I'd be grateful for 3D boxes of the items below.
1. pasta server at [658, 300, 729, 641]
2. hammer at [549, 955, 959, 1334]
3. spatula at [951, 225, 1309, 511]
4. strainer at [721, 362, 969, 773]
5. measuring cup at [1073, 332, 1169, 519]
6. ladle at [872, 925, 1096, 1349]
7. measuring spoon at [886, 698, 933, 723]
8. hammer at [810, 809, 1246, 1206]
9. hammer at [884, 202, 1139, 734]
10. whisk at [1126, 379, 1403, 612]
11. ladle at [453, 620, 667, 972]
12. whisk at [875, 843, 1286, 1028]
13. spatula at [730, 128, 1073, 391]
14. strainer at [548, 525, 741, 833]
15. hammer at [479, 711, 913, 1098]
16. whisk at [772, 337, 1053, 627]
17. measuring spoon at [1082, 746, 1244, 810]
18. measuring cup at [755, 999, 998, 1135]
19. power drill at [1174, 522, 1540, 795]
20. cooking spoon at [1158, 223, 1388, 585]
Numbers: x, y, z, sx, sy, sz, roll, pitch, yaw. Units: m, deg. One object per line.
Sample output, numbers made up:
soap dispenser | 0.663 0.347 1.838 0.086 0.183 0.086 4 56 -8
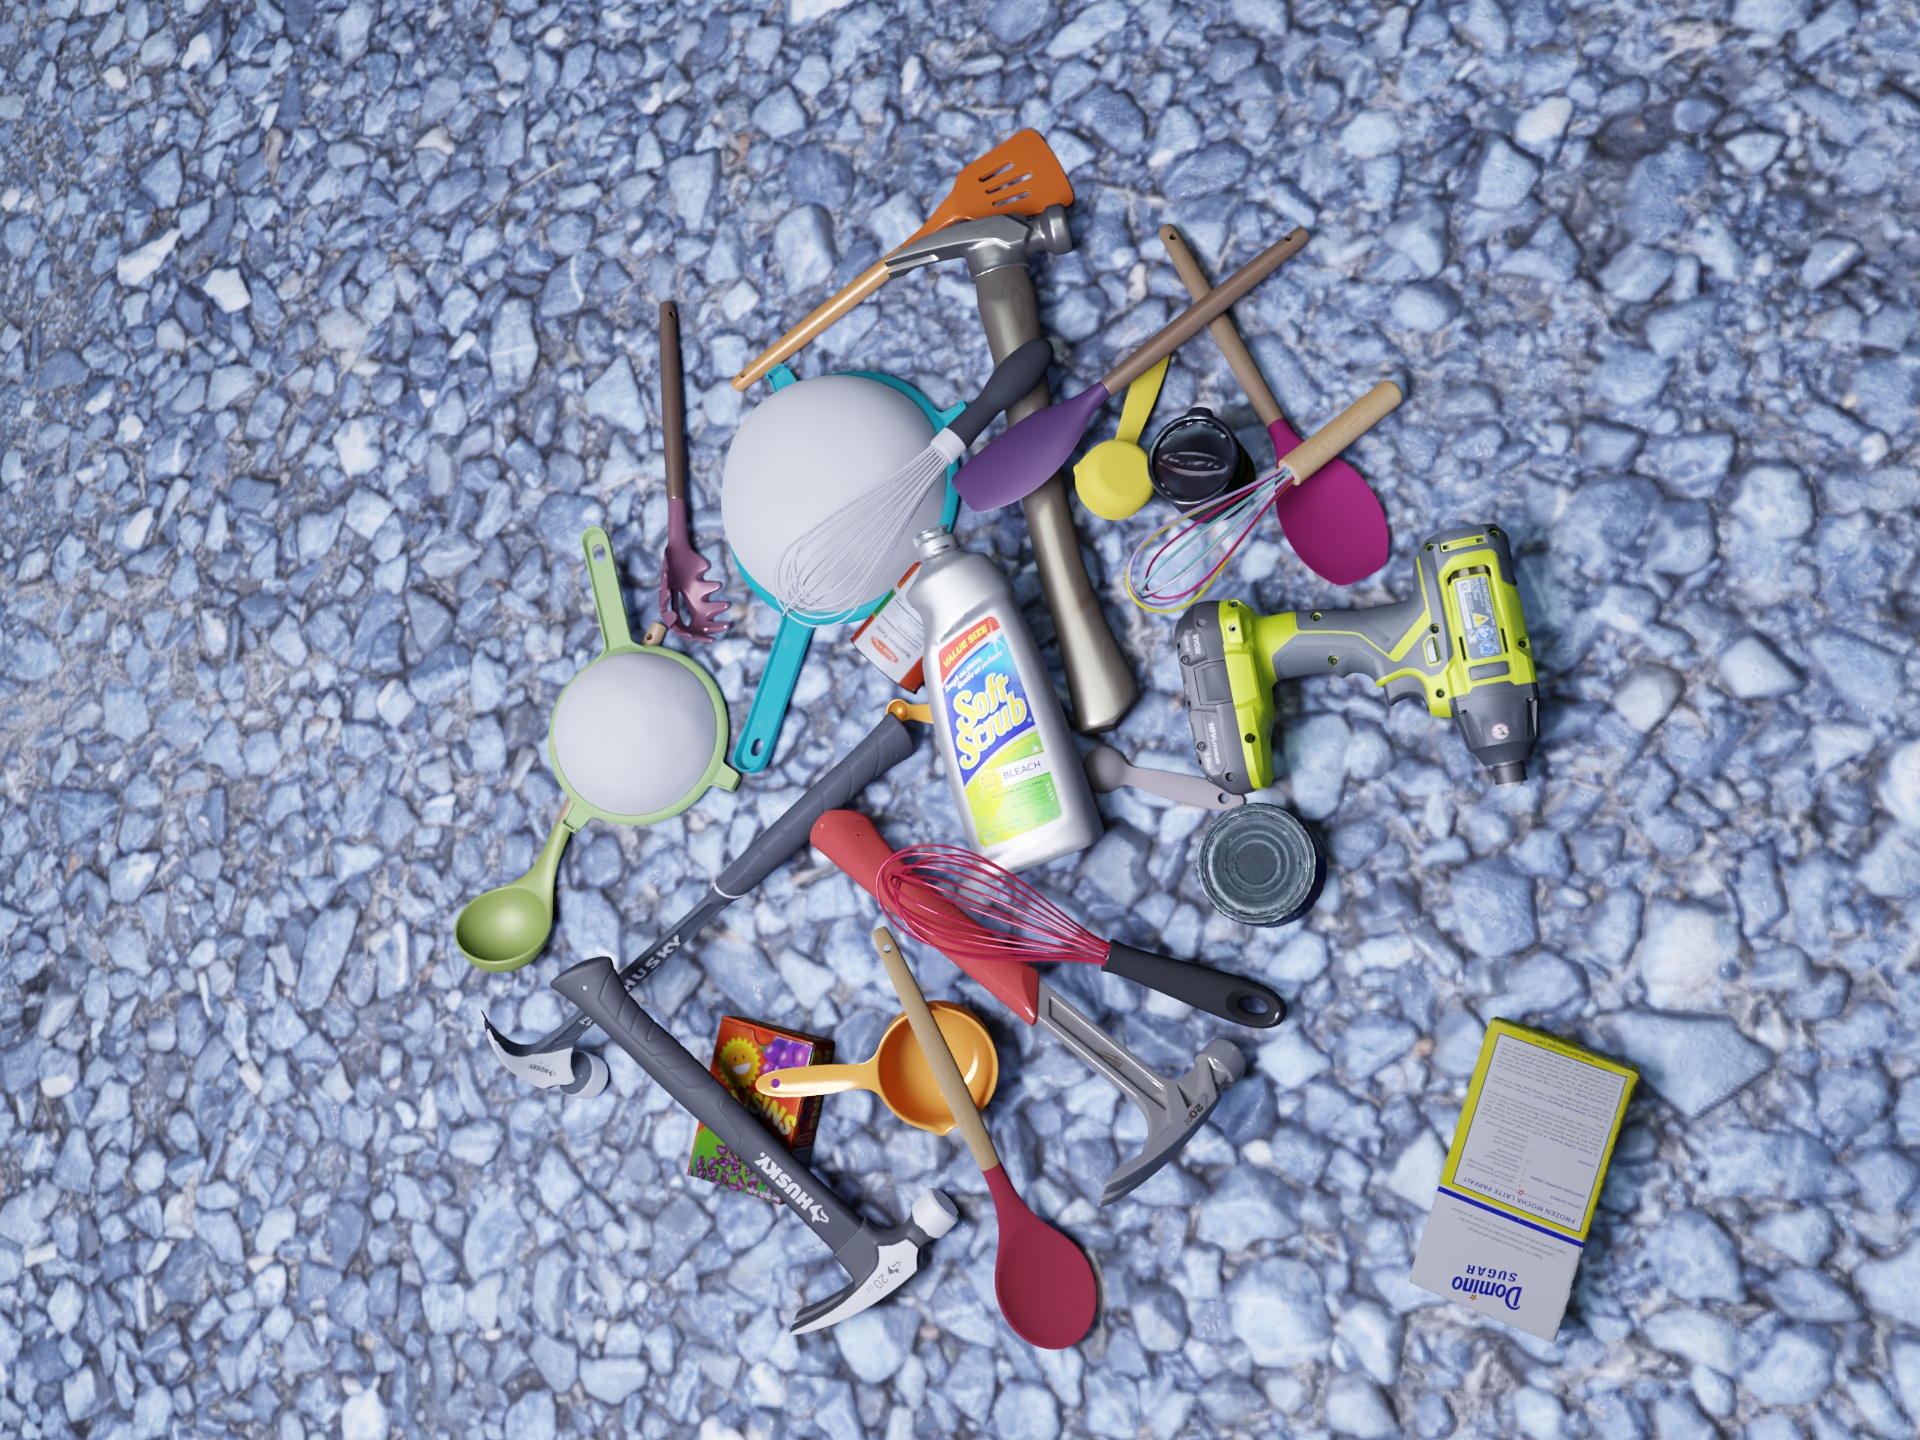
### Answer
pasta server | -0.236 -0.212 1.338 0.040 0.060 0.316 -20 69 42
hammer | -0.169 0.298 1.157 0.335 0.035 0.146 44 96 -1
spatula | 0.128 -0.258 1.167 0.316 0.018 0.060 -38 59 3
strainer | -0.133 -0.126 1.248 0.211 0.095 0.340 17 87 24
measuring cup | 0.131 -0.223 1.173 0.062 0.029 0.156 21 77 -9
ladle | 0.009 0.288 1.111 0.069 0.031 0.315 -25 90 -7
measuring spoon | -0.002 -0.004 1.221 0.117 0.011 0.021 3 83 20
hammer | 0.019 0.180 1.125 0.359 0.149 0.036 36 141 27
hammer | 0.051 -0.188 1.199 0.146 0.038 0.411 -13 78 5
whisk | 0.214 -0.156 1.107 0.245 0.051 0.047 -38 60 -8
ladle | -0.324 0.061 1.321 0.078 0.062 0.320 25 89 20
whisk | 0.082 0.154 1.091 0.296 0.073 0.073 19 89 2
spatula | -0.059 -0.363 1.298 0.322 0.041 0.081 -33 71 19
strainer | -0.279 -0.044 1.287 0.151 0.069 0.256 -15 79 3
hammer | -0.194 0.139 1.224 0.409 0.149 0.036 -42 56 4
whisk | -0.031 -0.179 1.168 0.070 0.070 0.284 41 83 23
measuring spoon | 0.143 0.044 1.144 0.124 0.018 0.034 13 86 24
measuring cup | -0.059 0.250 1.151 0.173 0.052 0.095 -6 91 2
power drill | 0.269 -0.025 1.072 0.223 0.080 0.171 -11 84 18
cooking spoon | 0.219 -0.237 1.159 0.069 0.017 0.319 -26 72 5
